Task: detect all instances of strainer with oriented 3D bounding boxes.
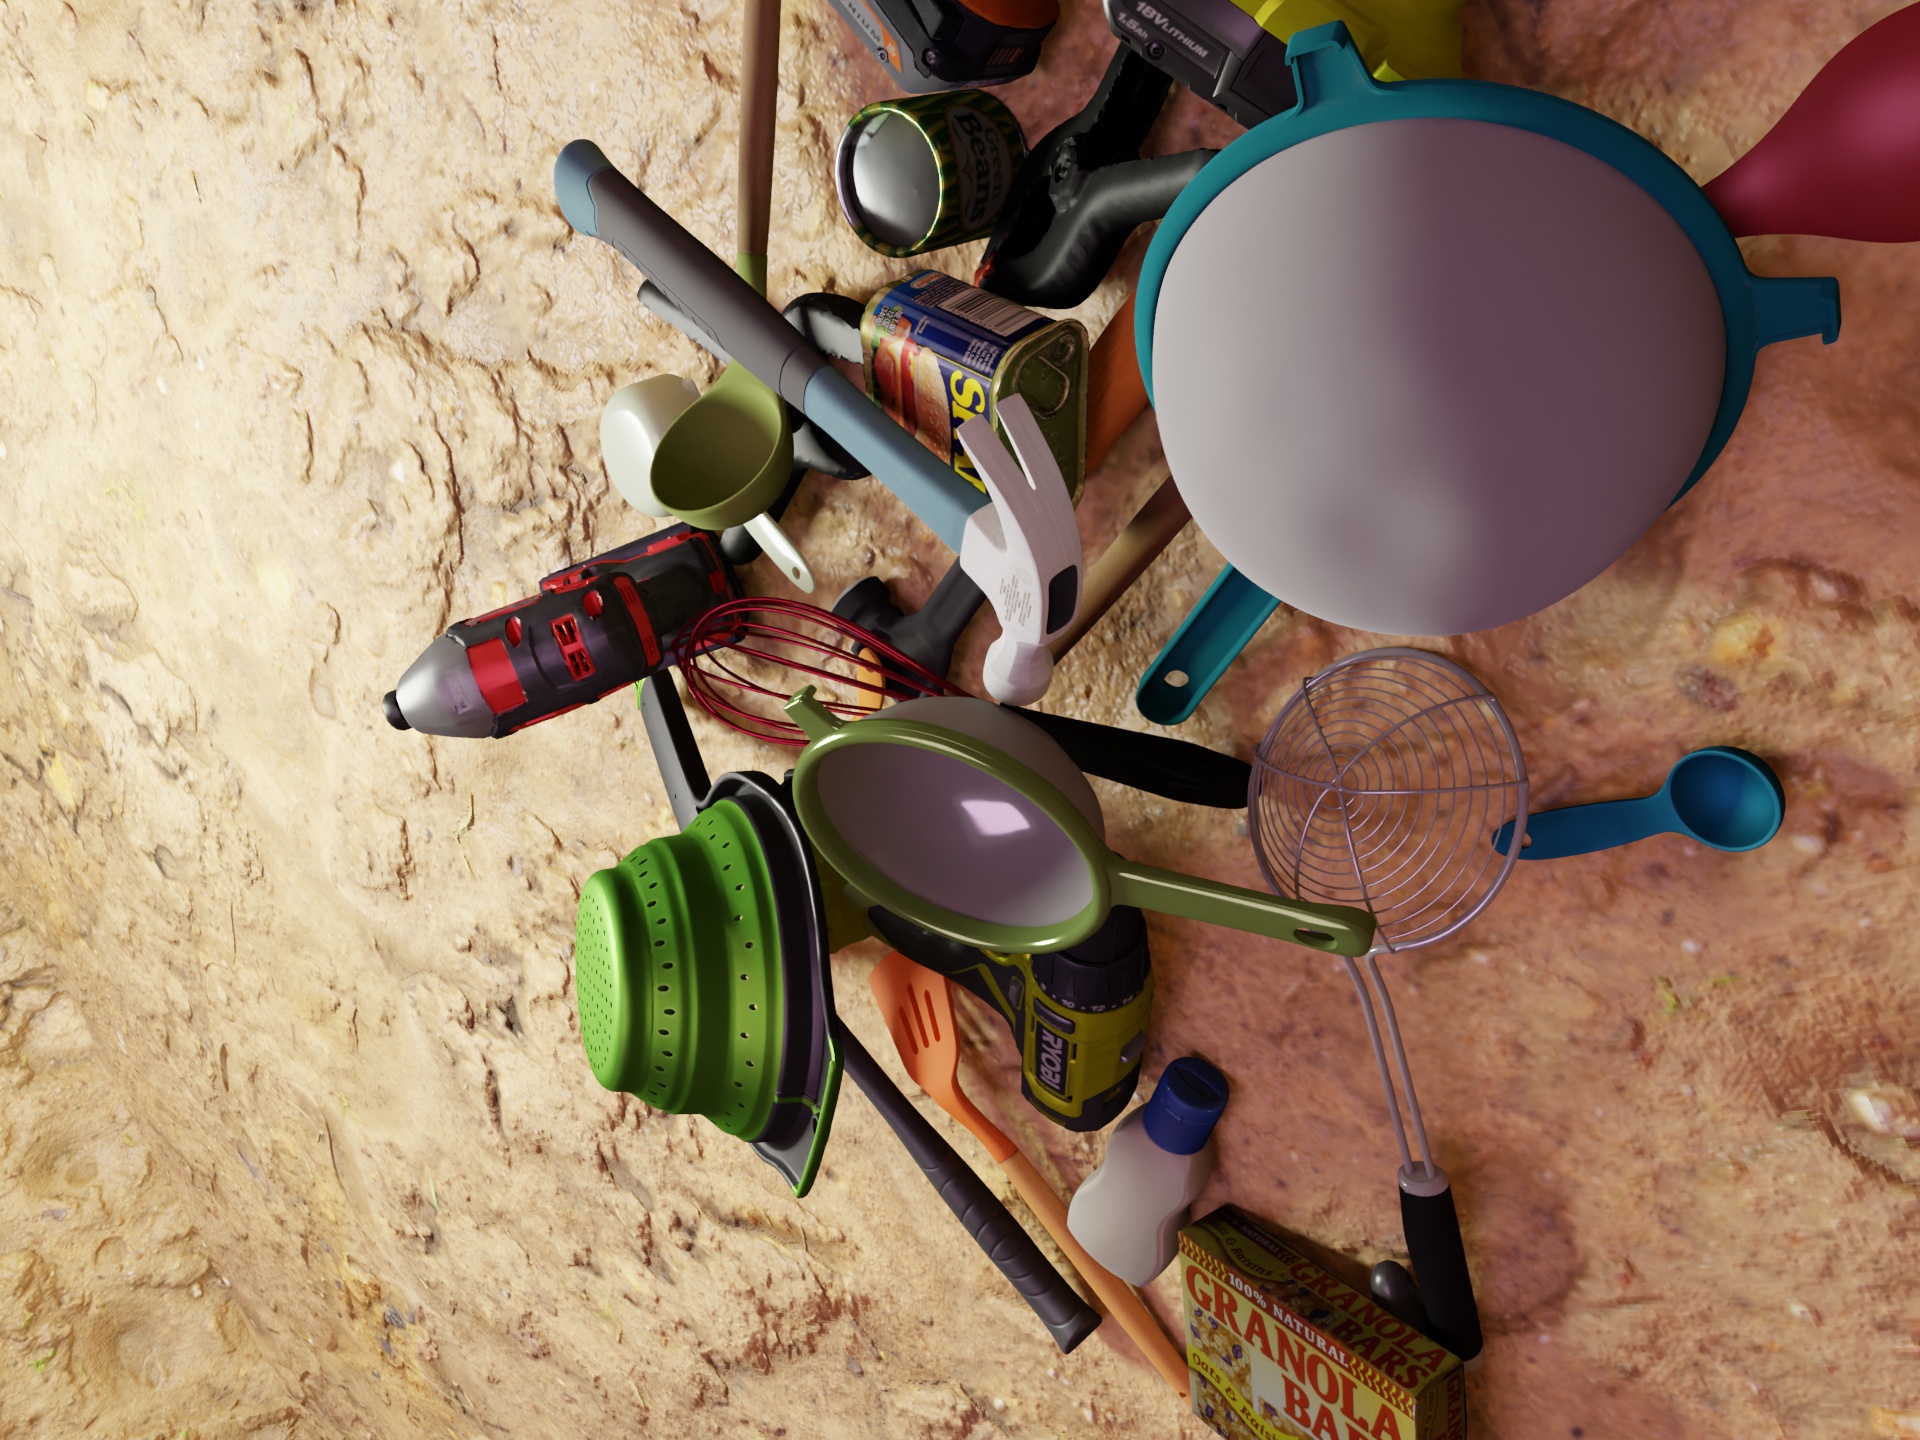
[{"bbox_3d":[0.132,-0.065,0.591,0.211,0.095,0.340,26,144,-4],"label":"strainer"},{"bbox_3d":[0.054,0.044,0.688,0.256,0.069,0.151,12,142,19],"label":"strainer"}]

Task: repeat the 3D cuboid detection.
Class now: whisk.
[{"bbox_3d":[-0.001,-0.002,0.765,0.296,0.073,0.073,14,124,10],"label":"whisk"},{"bbox_3d":[0.246,0.384,0.810,0.055,0.055,0.239,-9,101,45],"label":"whisk"}]

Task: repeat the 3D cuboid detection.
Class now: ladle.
[{"bbox_3d":[-0.106,-0.250,0.754,0.078,0.062,0.320,17,110,34],"label":"ladle"},{"bbox_3d":[0.200,-0.153,0.544,0.315,0.031,0.069,-15,112,39],"label":"ladle"}]

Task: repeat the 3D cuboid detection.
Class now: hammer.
[{"bbox_3d":[-0.070,-0.150,0.693,0.331,0.033,0.128,44,149,21],"label":"hammer"},{"bbox_3d":[0.045,-0.109,0.739,0.127,0.034,0.336,49,136,12],"label":"hammer"},{"bbox_3d":[-0.029,0.251,0.973,0.335,0.035,0.146,51,168,-1],"label":"hammer"}]

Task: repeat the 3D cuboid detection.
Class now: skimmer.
[{"bbox_3d":[0.213,0.144,0.723,0.127,0.090,0.363,7,126,43],"label":"skimmer"}]

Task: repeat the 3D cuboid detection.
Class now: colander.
[{"bbox_3d":[-0.170,0.081,0.873,0.398,0.094,0.204,-120,37,-47],"label":"colander"}]

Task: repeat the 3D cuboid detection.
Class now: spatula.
[{"bbox_3d":[0.049,0.274,0.950,0.322,0.041,0.081,52,136,3],"label":"spatula"}]

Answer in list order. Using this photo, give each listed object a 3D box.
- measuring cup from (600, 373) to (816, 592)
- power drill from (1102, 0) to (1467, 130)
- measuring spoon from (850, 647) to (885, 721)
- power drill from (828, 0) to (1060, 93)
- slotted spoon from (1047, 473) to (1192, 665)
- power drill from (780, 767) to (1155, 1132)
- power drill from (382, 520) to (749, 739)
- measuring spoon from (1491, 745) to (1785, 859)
[{"bbox_3d":[-0.138,-0.119,0.852,0.168,0.038,0.083,47,140,25],"label":"measuring cup"},{"bbox_3d":[0.144,-0.292,0.480,0.171,0.080,0.223,28,139,-15],"label":"power drill"},{"bbox_3d":[-0.052,-0.011,0.862,0.021,0.011,0.116,48,162,13],"label":"measuring spoon"},{"bbox_3d":[0.037,-0.346,0.590,0.164,0.084,0.226,52,133,7],"label":"power drill"},{"bbox_3d":[0.111,-0.112,0.659,0.070,0.031,0.313,47,131,7],"label":"slotted spoon"},{"bbox_3d":[0.003,0.098,0.839,0.229,0.080,0.190,30,143,27],"label":"power drill"},{"bbox_3d":[-0.206,-0.044,0.855,0.143,0.220,0.078,-19,99,13],"label":"power drill"},{"bbox_3d":[0.266,0.036,0.630,0.128,0.021,0.042,-23,96,56],"label":"measuring spoon"}]
